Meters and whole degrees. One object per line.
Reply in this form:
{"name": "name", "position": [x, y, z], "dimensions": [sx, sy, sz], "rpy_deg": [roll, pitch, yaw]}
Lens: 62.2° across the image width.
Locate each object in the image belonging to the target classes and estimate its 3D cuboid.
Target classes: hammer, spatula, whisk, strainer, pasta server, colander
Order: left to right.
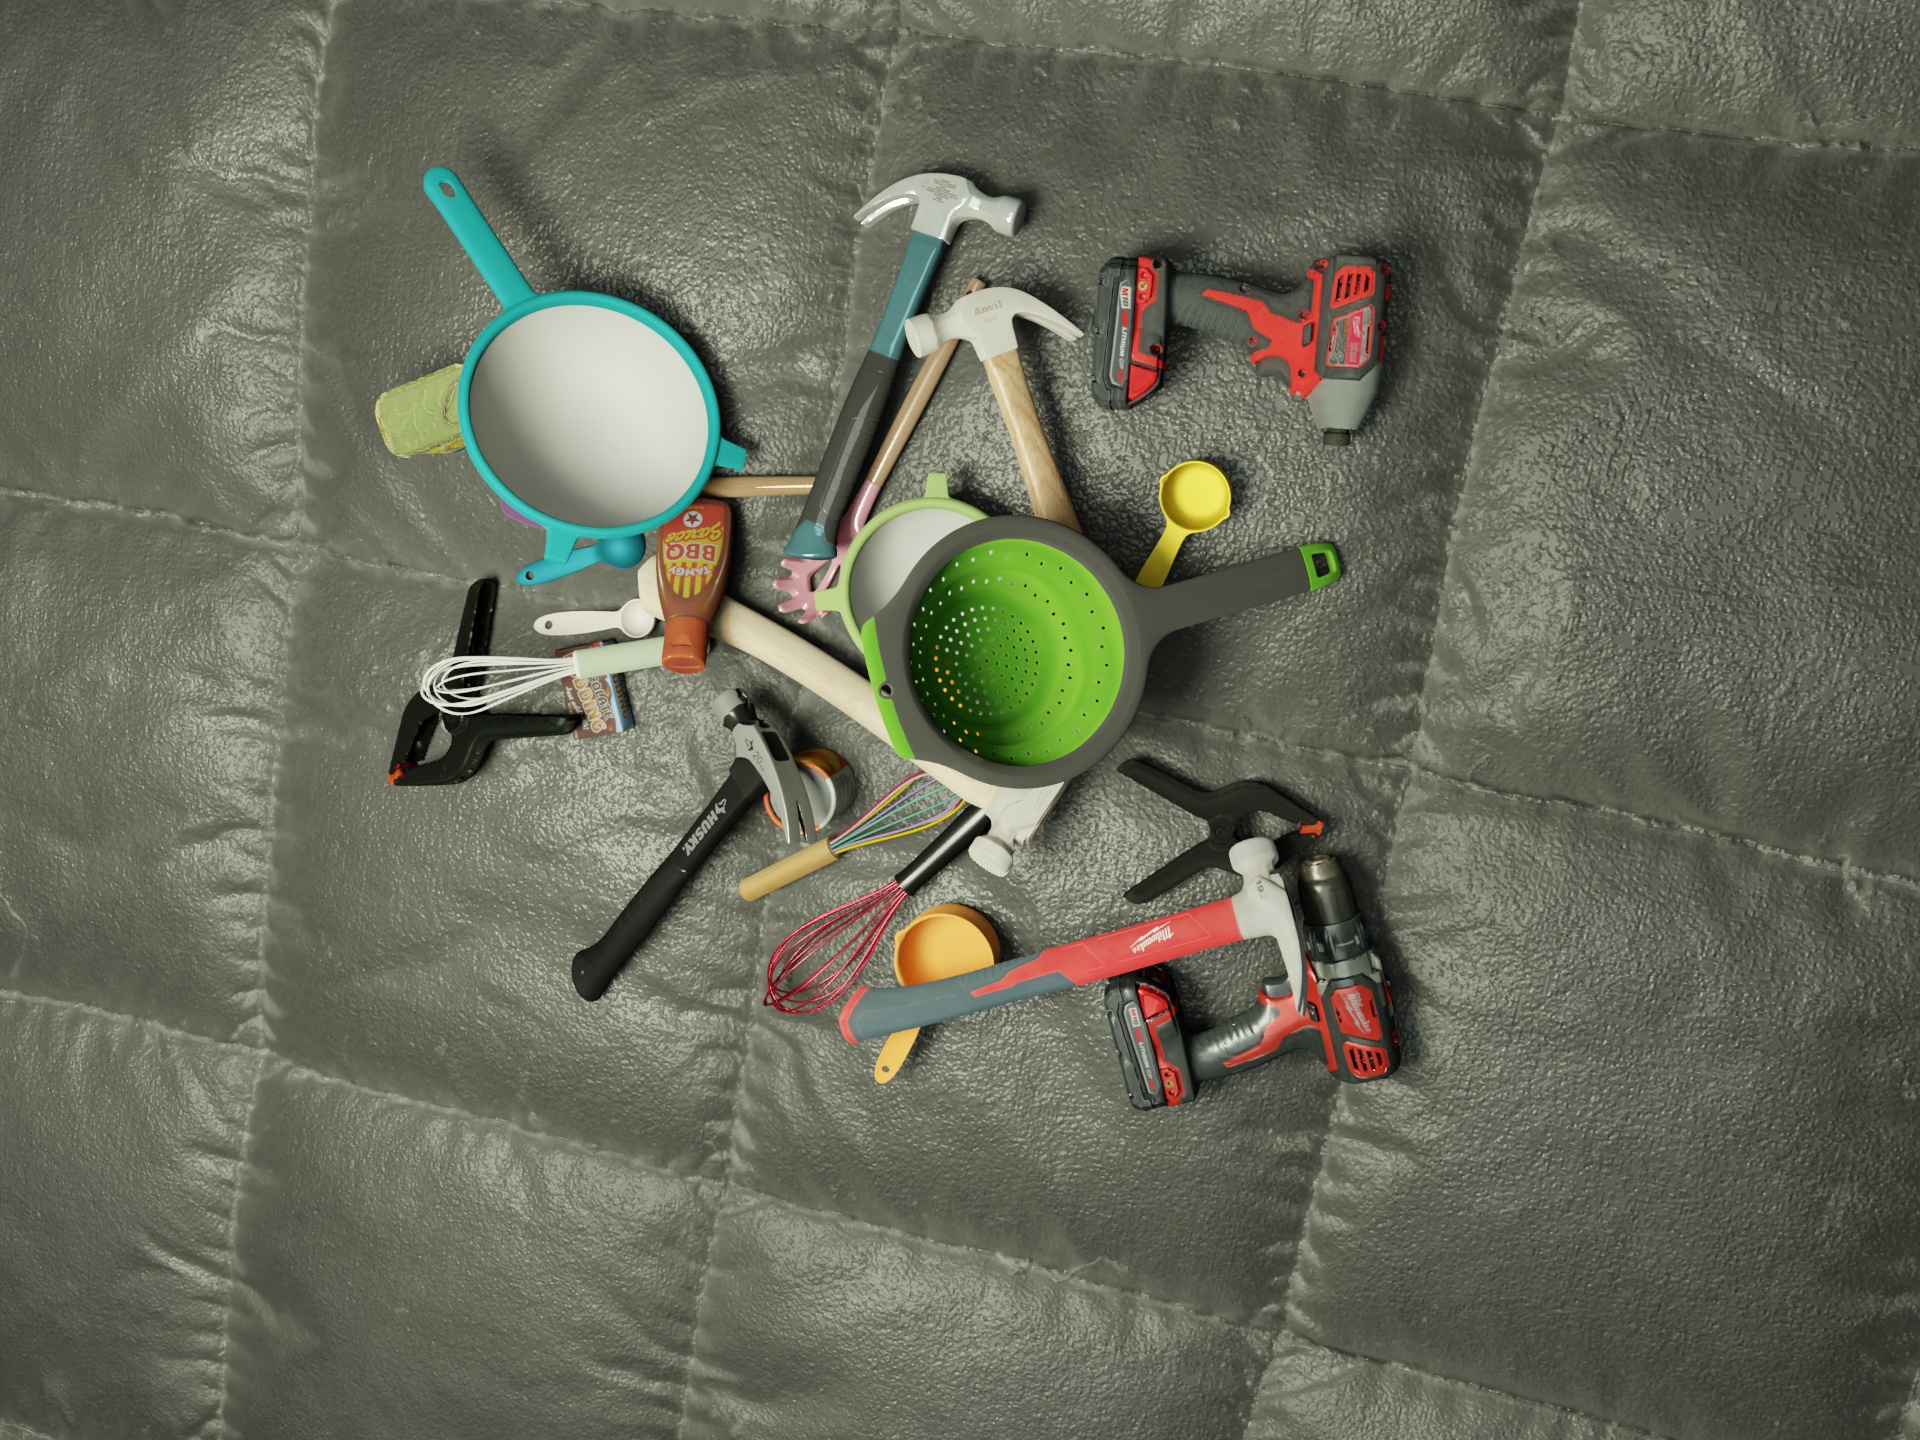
{"name": "strainer", "position": [-0.347, -0.294, 1.321], "dimensions": [0.211, 0.095, 0.340], "rpy_deg": [-34, 91, -25]}
{"name": "whisk", "position": [-0.337, -0.047, 1.367], "dimensions": [0.246, 0.059, 0.057], "rpy_deg": [-10, 128, -12]}
{"name": "spatula", "position": [-0.255, -0.198, 1.376], "dimensions": [0.316, 0.018, 0.060], "rpy_deg": [0, 95, 14]}
{"name": "hammer", "position": [-0.246, 0.136, 1.388], "dimensions": [0.334, 0.035, 0.146], "rpy_deg": [-49, 63, 27]}
{"name": "hammer", "position": [-0.095, -0.035, 1.343], "dimensions": [0.411, 0.038, 0.146], "rpy_deg": [31, 72, 12]}
{"name": "whisk", "position": [-0.092, 0.099, 1.382], "dimensions": [0.245, 0.051, 0.047], "rpy_deg": [-27, 85, 21]}
{"name": "hammer", "position": [-0.066, -0.282, 1.289], "dimensions": [0.128, 0.033, 0.331], "rpy_deg": [24, 97, 15]}
{"name": "pasta server", "position": [-0.062, -0.222, 1.317], "dimensions": [0.060, 0.040, 0.316], "rpy_deg": [33, 103, 15]}
{"name": "whisk", "position": [-0.063, 0.155, 1.375], "dimensions": [0.296, 0.073, 0.073], "rpy_deg": [-42, 89, 11]}
{"name": "strainer", "position": [0.015, -0.069, 1.311], "dimensions": [0.256, 0.069, 0.151], "rpy_deg": [44, 90, -2]}
{"name": "hammer", "position": [0.072, -0.184, 1.276], "dimensions": [0.130, 0.031, 0.331], "rpy_deg": [-23, 102, -11]}
{"name": "hammer", "position": [0.084, 0.215, 1.286], "dimensions": [0.386, 0.038, 0.143], "rpy_deg": [-18, 62, 15]}
{"name": "colander", "position": [0.109, -0.072, 1.243], "dimensions": [0.397, 0.094, 0.204], "rpy_deg": [-17, 92, -17]}

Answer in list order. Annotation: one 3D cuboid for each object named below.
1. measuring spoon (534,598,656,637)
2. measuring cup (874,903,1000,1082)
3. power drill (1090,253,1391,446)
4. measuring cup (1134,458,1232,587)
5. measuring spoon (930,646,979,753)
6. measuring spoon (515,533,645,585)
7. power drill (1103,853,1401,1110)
{"name": "measuring spoon", "position": [-0.323, -0.088, 1.415], "dimensions": [0.124, 0.018, 0.034], "rpy_deg": [-2, 87, 20]}
{"name": "measuring cup", "position": [-0.028, 0.238, 1.384], "dimensions": [0.095, 0.052, 0.173], "rpy_deg": [30, 106, 6]}
{"name": "power drill", "position": [0.215, -0.287, 1.227], "dimensions": [0.219, 0.078, 0.143], "rpy_deg": [4, 101, 9]}
{"name": "measuring cup", "position": [0.170, -0.141, 1.292], "dimensions": [0.062, 0.029, 0.156], "rpy_deg": [30, 116, 7]}
{"name": "measuring spoon", "position": [-0.002, -0.004, 1.274], "dimensions": [0.021, 0.011, 0.117], "rpy_deg": [-20, 99, 5]}
{"name": "measuring spoon", "position": [-0.339, -0.142, 1.402], "dimensions": [0.128, 0.021, 0.042], "rpy_deg": [-16, 96, 14]}
{"name": "power drill", "position": [0.236, 0.219, 1.309], "dimensions": [0.226, 0.080, 0.188], "rpy_deg": [-13, 97, 12]}
